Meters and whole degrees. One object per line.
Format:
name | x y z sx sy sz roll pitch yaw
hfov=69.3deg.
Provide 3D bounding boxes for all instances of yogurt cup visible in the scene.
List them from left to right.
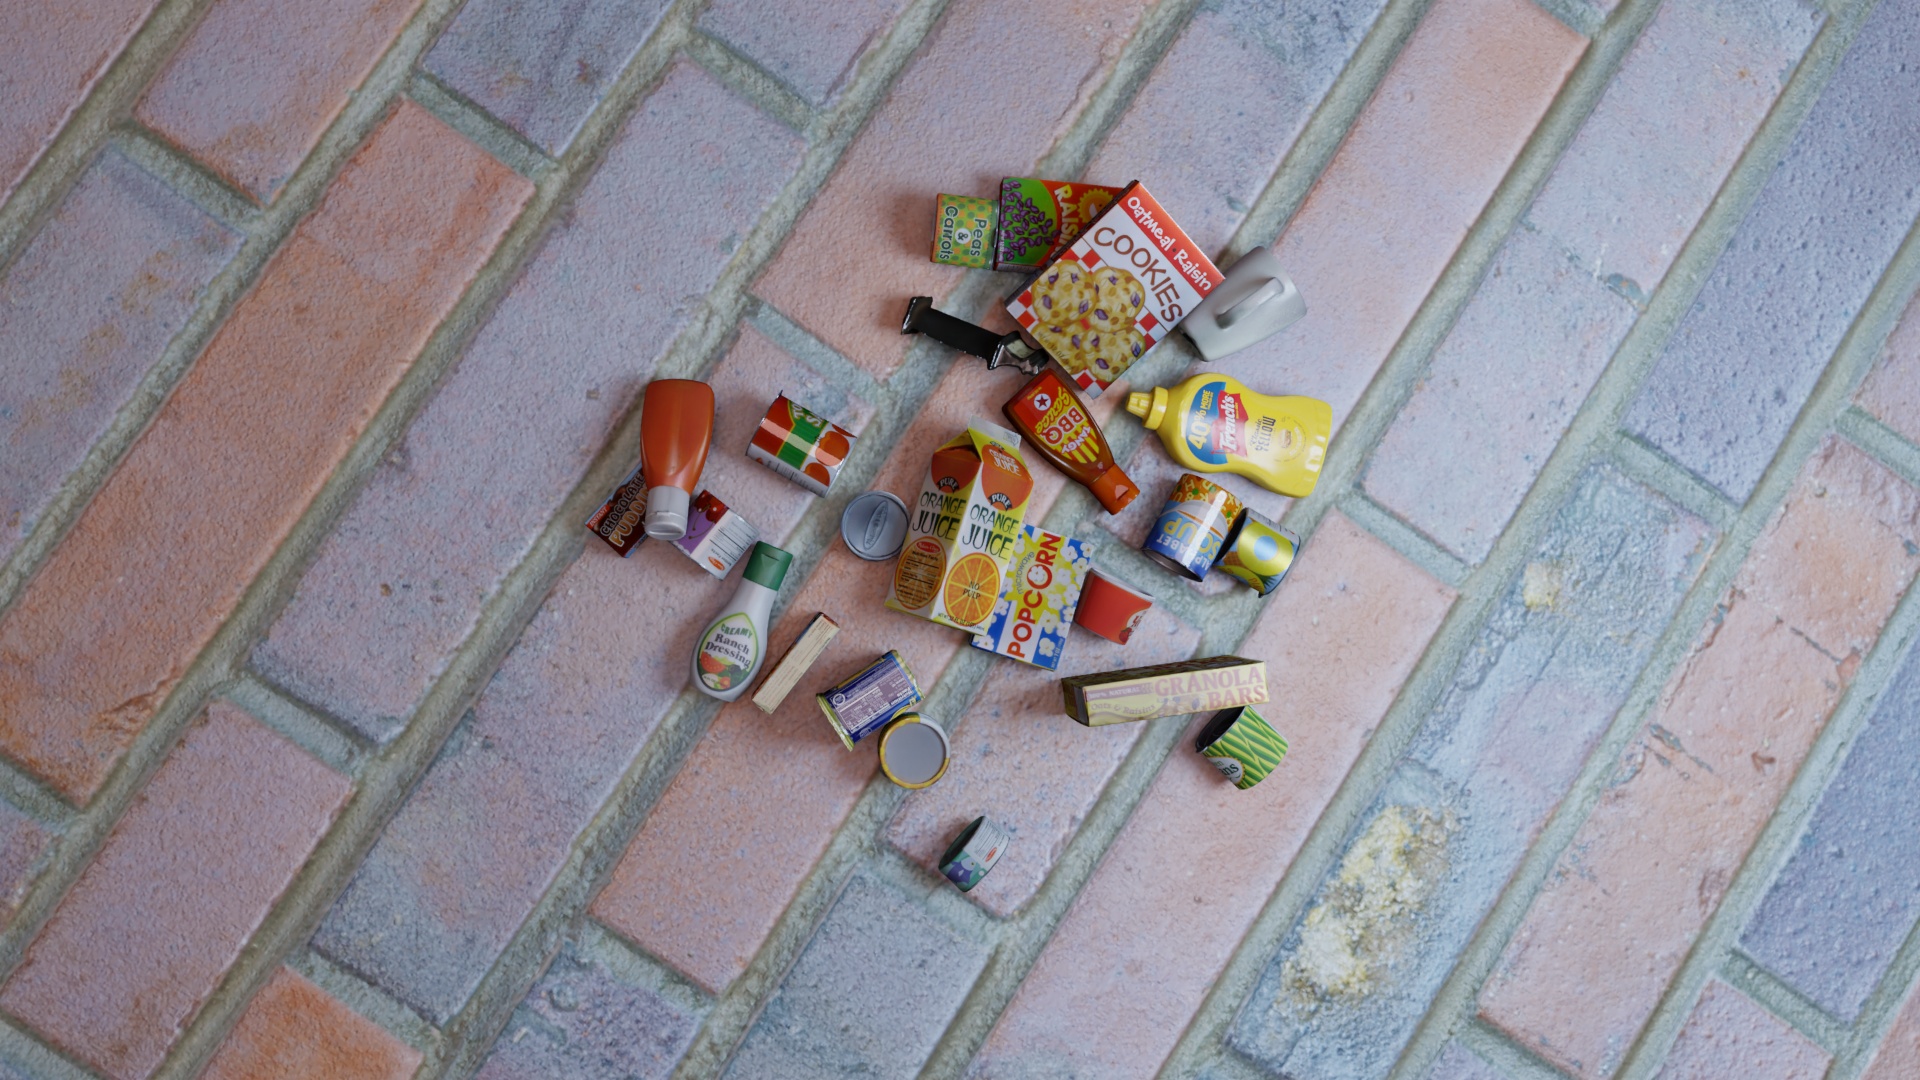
yogurt cup | 0.141 0.063 1.304 0.072 0.072 0.054 25 94 -3

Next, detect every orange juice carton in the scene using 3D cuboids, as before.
orange juice carton | 0.005 -0.016 1.278 0.072 0.073 0.192 21 85 -42

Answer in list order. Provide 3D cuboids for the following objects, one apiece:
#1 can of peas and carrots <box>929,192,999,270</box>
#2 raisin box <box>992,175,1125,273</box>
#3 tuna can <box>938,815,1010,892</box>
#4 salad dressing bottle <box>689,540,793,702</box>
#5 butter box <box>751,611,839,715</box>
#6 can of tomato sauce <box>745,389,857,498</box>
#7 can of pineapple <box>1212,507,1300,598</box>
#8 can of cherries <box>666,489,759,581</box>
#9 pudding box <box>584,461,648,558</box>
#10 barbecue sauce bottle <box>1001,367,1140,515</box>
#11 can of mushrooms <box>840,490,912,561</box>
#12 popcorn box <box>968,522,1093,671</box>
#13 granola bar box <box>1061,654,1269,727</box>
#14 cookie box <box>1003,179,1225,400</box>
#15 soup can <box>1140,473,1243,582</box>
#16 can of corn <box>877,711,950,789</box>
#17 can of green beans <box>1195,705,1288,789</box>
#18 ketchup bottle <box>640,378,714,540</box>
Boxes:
can of peas and carrots | 0.003 -0.290 1.304 0.059 0.071 0.071 6 87 -4
raisin box | 0.096 -0.297 1.329 0.123 0.040 0.086 4 87 -4
tuna can | 0.011 0.290 1.282 0.033 0.071 0.071 42 85 -1
salad dressing bottle | -0.200 0.074 1.283 0.064 0.044 0.147 23 85 -2
butter box | -0.153 0.112 1.281 0.024 0.053 0.103 39 86 -5
can of tomato sauce | -0.146 -0.089 1.284 0.083 0.071 0.071 29 86 -4
can of pineapple | 0.279 0.011 1.317 0.058 0.071 0.071 30 86 -3
can of cherries | -0.229 -0.006 1.275 0.071 0.071 0.058 37 85 -2
pudding box | -0.300 -0.030 1.286 0.049 0.030 0.084 42 85 -1
barbecue sauce bottle | 0.109 -0.090 1.318 0.065 0.043 0.148 -42 92 -7
can of mushrooms | -0.077 -0.012 1.303 0.071 0.033 0.071 0 87 -5
popcorn box | 0.066 0.051 1.310 0.085 0.038 0.126 18 86 -3
granola bar box | 0.184 0.137 1.273 0.166 0.124 0.039 -7 89 -5
cookie box | 0.143 -0.234 1.296 0.167 0.040 0.123 -43 105 10
soup can | 0.219 -0.012 1.310 0.071 0.071 0.084 30 85 -3
can of corn | -0.045 0.196 1.283 0.071 0.058 0.071 0 87 -5
can of green beans | 0.265 0.192 1.307 0.058 0.071 0.071 45 85 -2
ketchup bottle | -0.260 -0.074 1.258 0.065 0.043 0.149 2 64 -2
